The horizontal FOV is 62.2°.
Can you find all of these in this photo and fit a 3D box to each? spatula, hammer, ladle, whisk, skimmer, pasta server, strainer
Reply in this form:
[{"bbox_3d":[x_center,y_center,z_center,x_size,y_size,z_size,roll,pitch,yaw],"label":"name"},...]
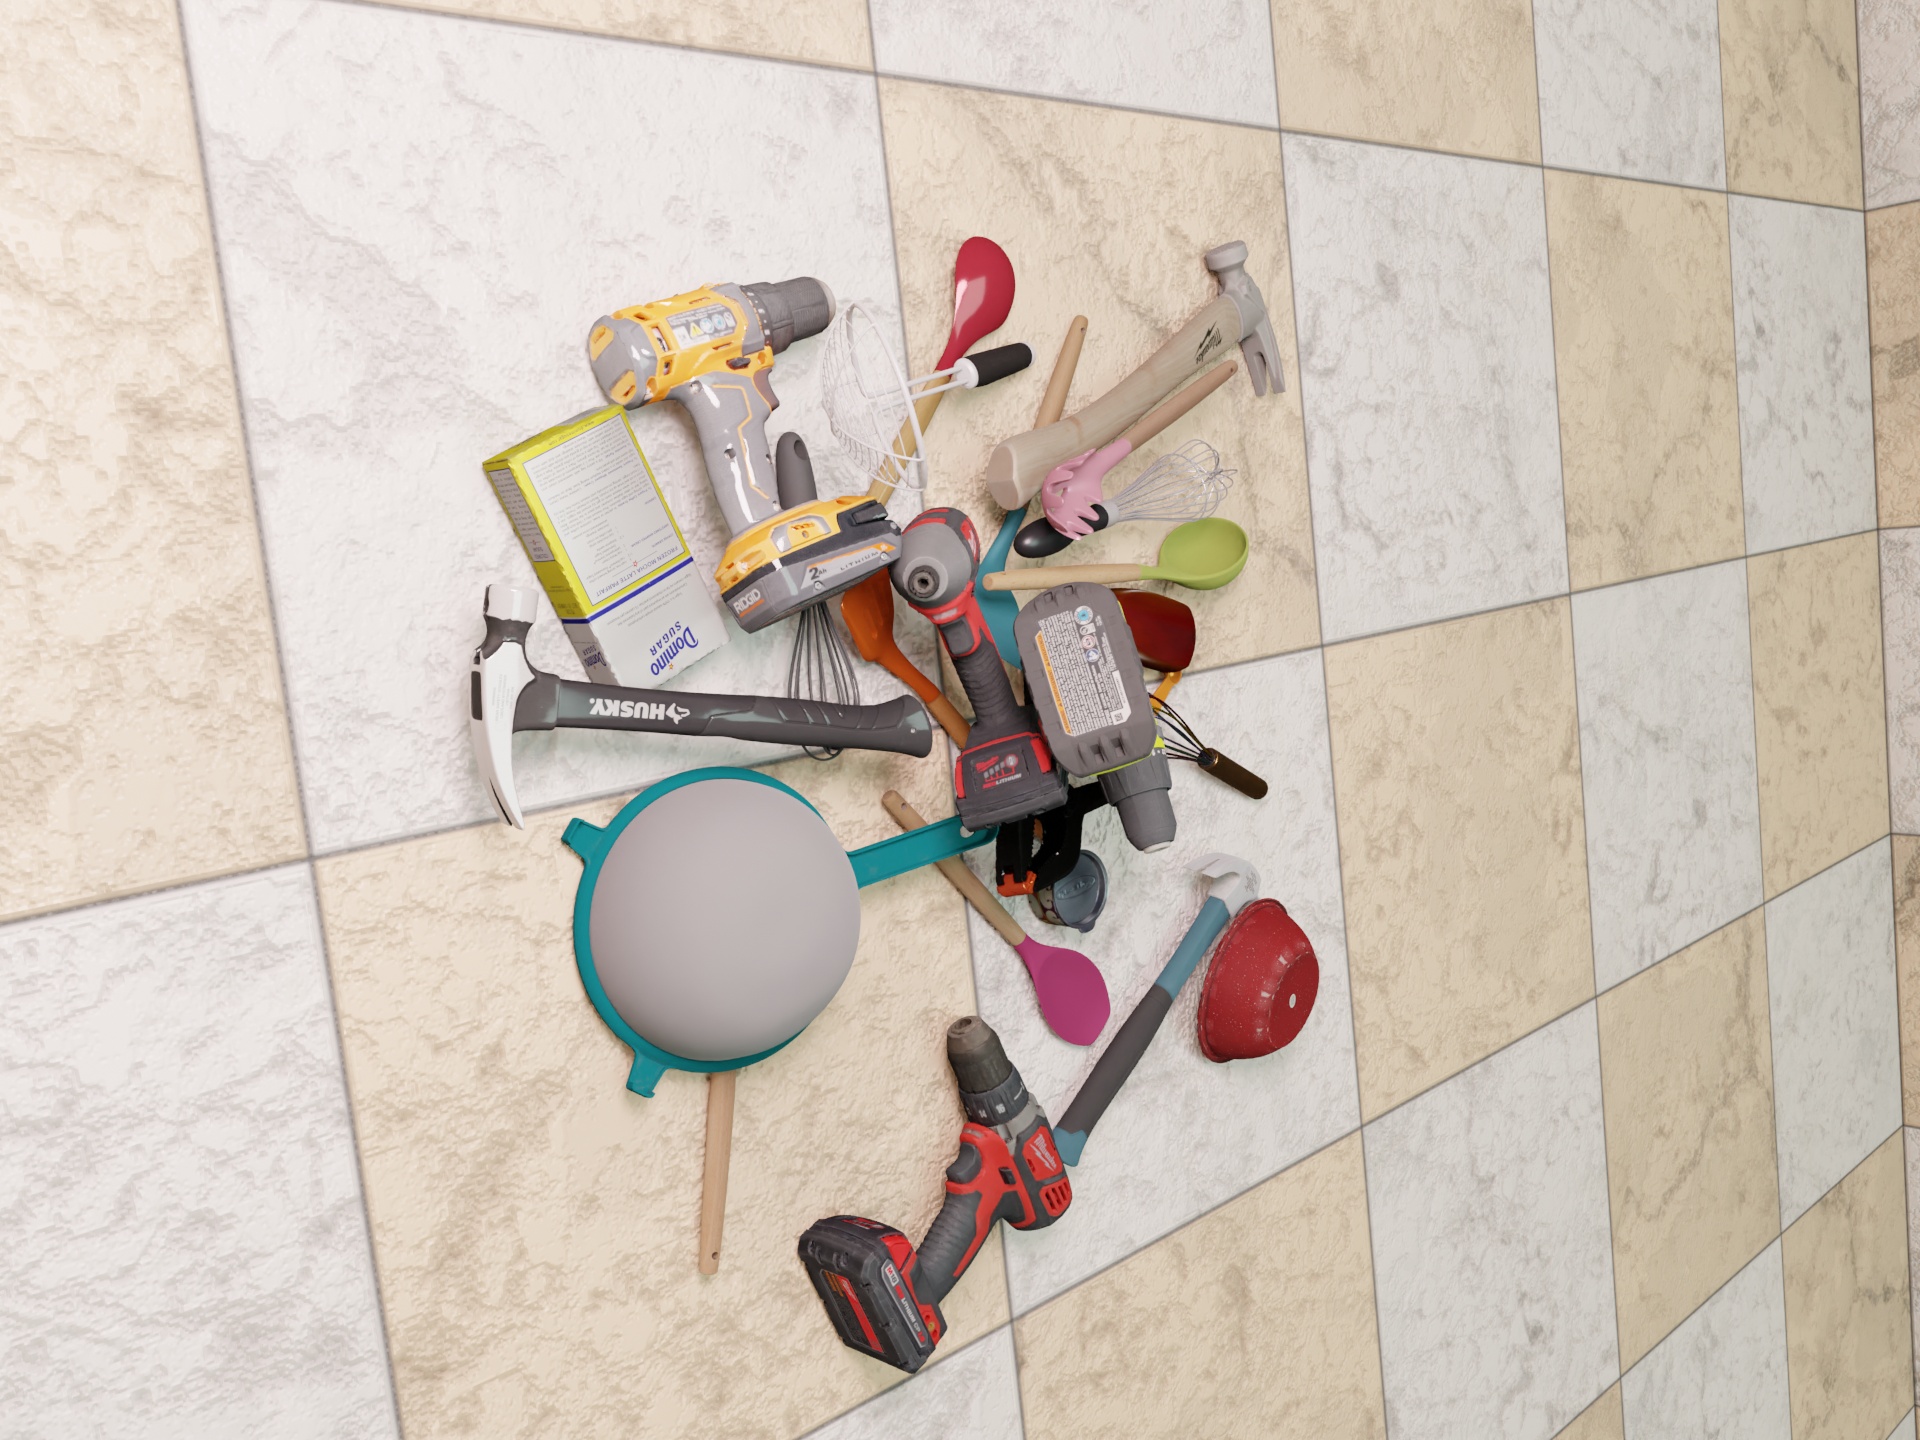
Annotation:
[{"bbox_3d":[-0.167,0.227,1.117,0.059,0.018,0.316,6,85,-38],"label":"spatula"},{"bbox_3d":[0.157,-0.273,1.357,0.411,0.038,0.146,-42,118,-39],"label":"hammer"},{"bbox_3d":[0.171,0.251,1.394,0.331,0.033,0.128,-51,136,-25],"label":"hammer"},{"bbox_3d":[-0.027,-0.246,1.227,0.069,0.031,0.315,40,67,-38],"label":"ladle"},{"bbox_3d":[-0.002,-0.004,1.242,0.322,0.041,0.081,50,45,-32],"label":"spatula"},{"bbox_3d":[0.206,0.027,1.424,0.047,0.051,0.244,-45,138,16],"label":"whisk"},{"bbox_3d":[0.132,-0.134,1.319,0.320,0.078,0.062,-9,120,-47],"label":"ladle"},{"bbox_3d":[-0.109,-0.089,1.147,0.055,0.055,0.239,-9,93,-41],"label":"whisk"},{"bbox_3d":[-0.159,0.003,1.050,0.334,0.035,0.146,5,92,-37],"label":"hammer"},{"bbox_3d":[0.003,-0.247,1.129,0.363,0.090,0.127,-38,110,-59],"label":"skimmer"},{"bbox_3d":[0.139,-0.180,1.328,0.284,0.070,0.070,-25,107,-43],"label":"whisk"},{"bbox_3d":[0.064,-0.194,1.295,0.082,0.044,0.318,32,69,-41],"label":"spatula"},{"bbox_3d":[0.154,-0.234,1.301,0.316,0.040,0.060,-40,131,-40],"label":"pasta server"},{"bbox_3d":[-0.093,0.120,1.103,0.340,0.095,0.211,-17,98,-32],"label":"strainer"}]

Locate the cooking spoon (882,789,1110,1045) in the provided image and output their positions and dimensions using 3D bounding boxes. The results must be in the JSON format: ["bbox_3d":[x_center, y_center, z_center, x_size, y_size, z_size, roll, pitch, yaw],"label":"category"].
[{"bbox_3d":[0.033,0.161,1.291,0.318,0.017,0.069,50,63,-31],"label":"cooking spoon"}]

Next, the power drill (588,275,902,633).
[{"bbox_3d":[-0.125,-0.194,1.084,0.185,0.084,0.226,-29,92,-36],"label":"power drill"}]

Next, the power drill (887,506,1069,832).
[{"bbox_3d":[0.008,-0.040,1.147,0.143,0.078,0.219,-74,145,-72],"label":"power drill"}]

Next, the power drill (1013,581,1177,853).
[{"bbox_3d":[0.113,0.000,1.203,0.228,0.080,0.191,38,35,-74],"label":"power drill"}]

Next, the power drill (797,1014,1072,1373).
[{"bbox_3d":[-0.016,0.356,1.216,0.227,0.080,0.187,-37,114,-38],"label":"power drill"}]

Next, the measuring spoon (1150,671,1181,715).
[{"bbox_3d":[0.163,-0.006,1.410,0.117,0.011,0.021,-54,128,-22],"label":"measuring spoon"}]
